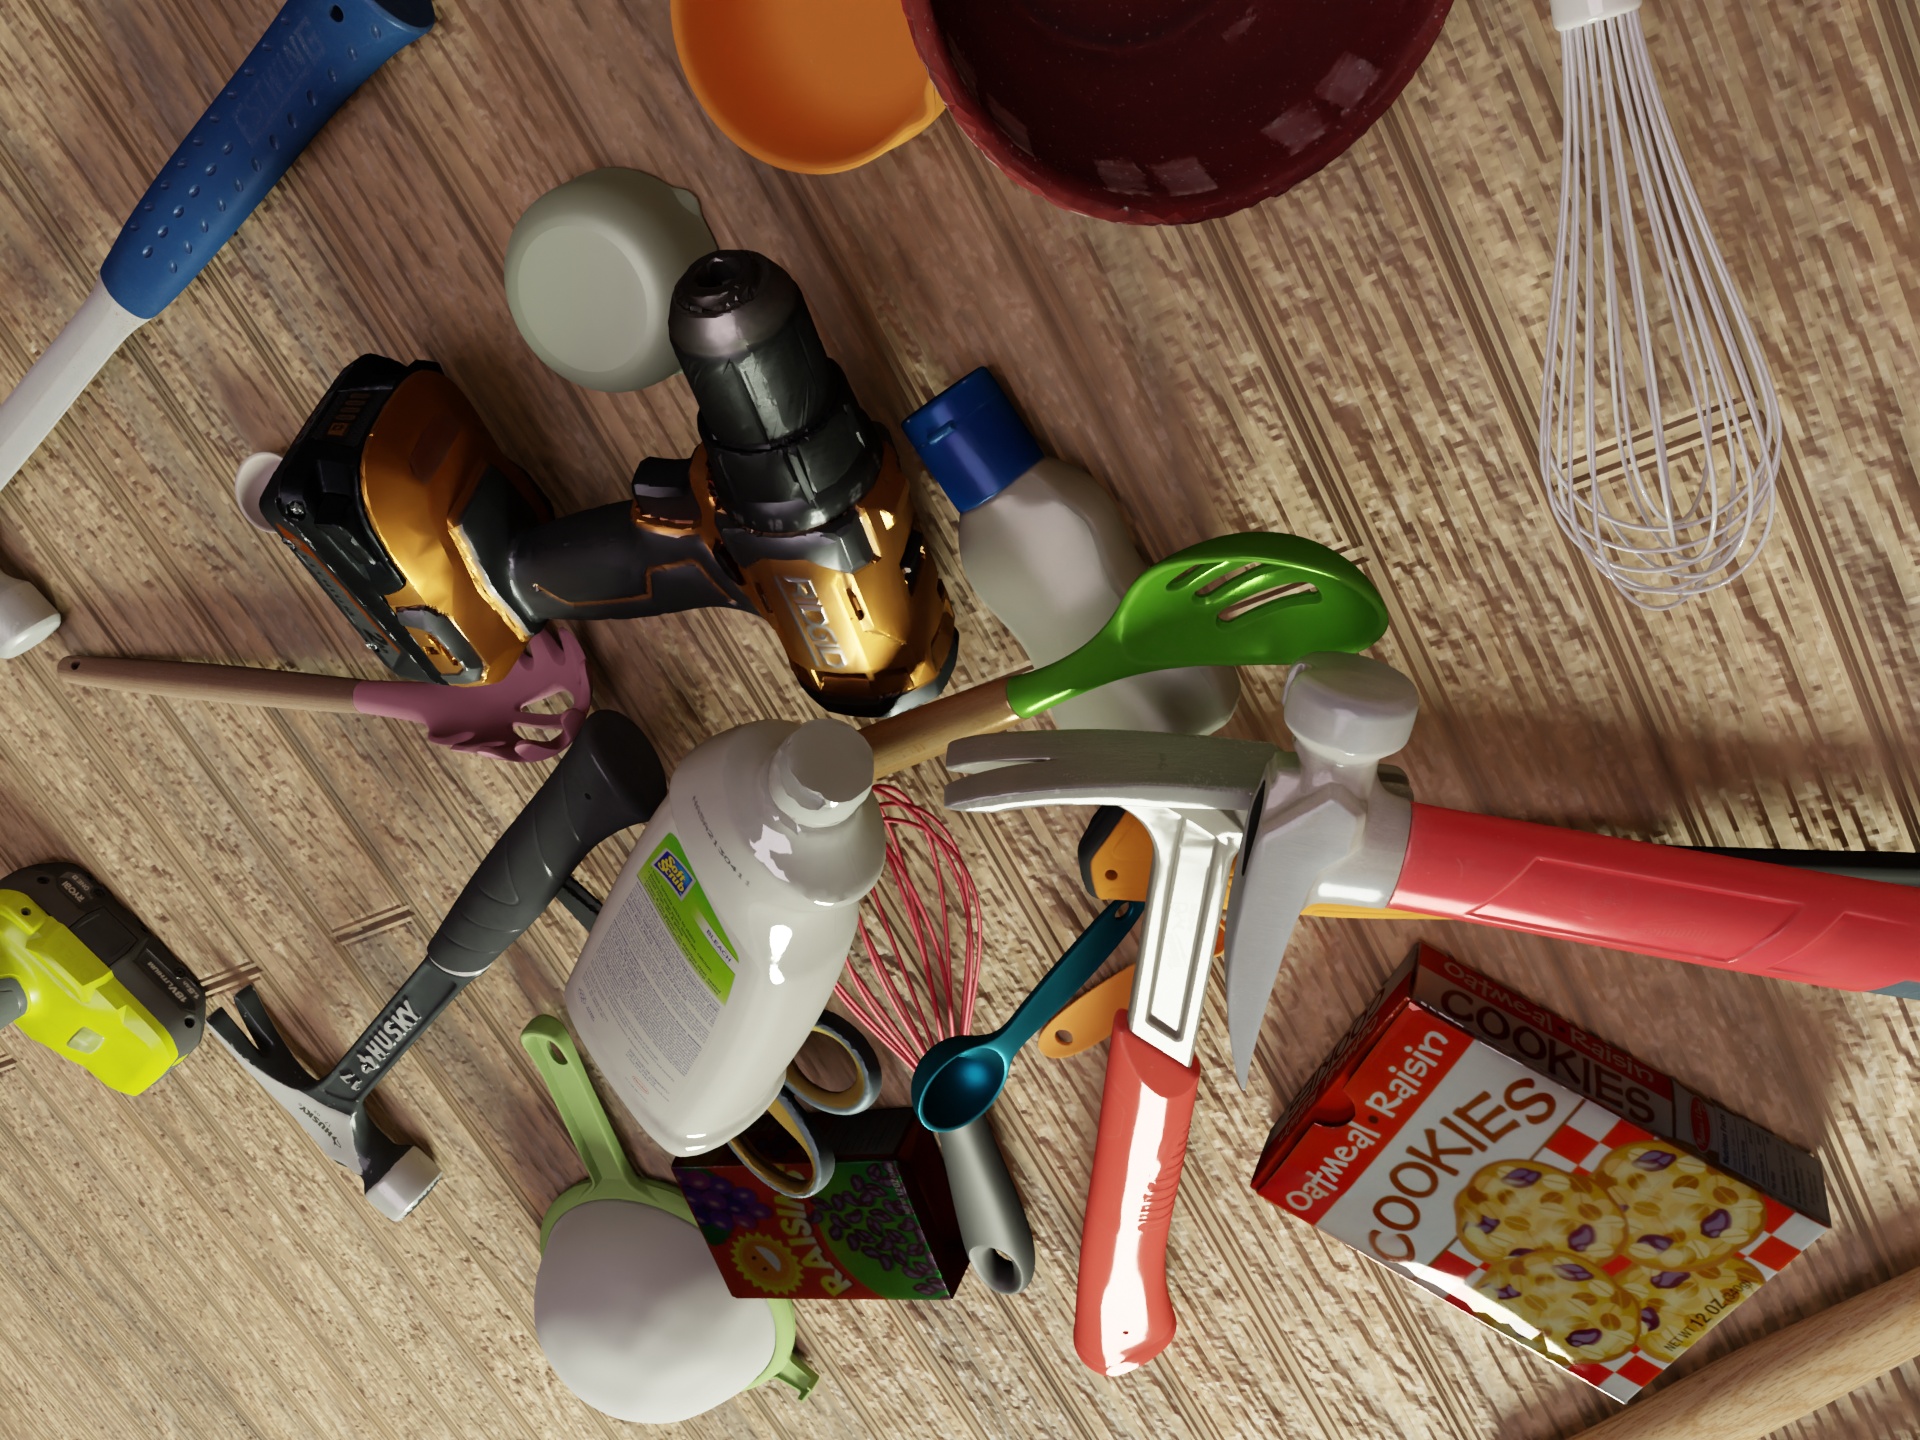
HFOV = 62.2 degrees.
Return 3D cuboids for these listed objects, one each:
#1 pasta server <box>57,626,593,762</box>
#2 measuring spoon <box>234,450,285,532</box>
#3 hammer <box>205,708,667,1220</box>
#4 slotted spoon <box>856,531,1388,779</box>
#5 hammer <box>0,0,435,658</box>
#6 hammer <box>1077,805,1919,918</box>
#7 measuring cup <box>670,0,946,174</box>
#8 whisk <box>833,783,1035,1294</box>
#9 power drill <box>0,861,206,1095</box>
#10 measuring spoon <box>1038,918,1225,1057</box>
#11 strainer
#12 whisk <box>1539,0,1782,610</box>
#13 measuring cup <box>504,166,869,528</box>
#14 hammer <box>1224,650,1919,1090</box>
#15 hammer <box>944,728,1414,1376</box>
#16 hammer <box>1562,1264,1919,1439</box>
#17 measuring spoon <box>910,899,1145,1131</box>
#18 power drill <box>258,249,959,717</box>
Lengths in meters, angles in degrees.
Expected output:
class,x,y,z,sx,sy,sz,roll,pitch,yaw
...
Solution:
class,x,y,z,sx,sy,sz,roll,pitch,yaw
pasta server,-0.292,-0.016,0.711,0.316,0.060,0.040,5,156,22
measuring spoon,-0.250,-0.073,0.672,0.124,0.018,0.034,33,111,3
hammer,-0.242,0.112,0.736,0.149,0.036,0.409,44,131,-3
slotted spoon,-0.001,-0.002,0.544,0.314,0.031,0.070,-21,143,37
hammer,-0.349,-0.173,0.647,0.405,0.035,0.144,-30,103,32
hammer,0.206,0.061,0.556,0.337,0.034,0.127,1,117,21
measuring cup,-0.017,-0.246,0.466,0.095,0.052,0.173,37,122,-1
whisk,-0.009,0.144,0.677,0.073,0.073,0.295,-1,123,22
power drill,-0.500,0.187,0.793,0.080,0.223,0.171,-37,100,33
measuring spoon,0.070,0.109,0.653,0.021,0.011,0.117,43,128,-4
strainer,-0.179,0.269,0.803,0.151,0.069,0.256,-5,117,24
whisk,0.176,-0.165,0.432,0.070,0.070,0.284,-8,110,25
measuring cup,-0.095,-0.122,0.571,0.167,0.038,0.083,47,124,-6
hammer,0.275,0.079,0.476,0.386,0.038,0.143,10,117,3
hammer,0.063,0.149,0.617,0.149,0.037,0.358,3,130,1
hammer,0.328,0.242,0.608,0.130,0.031,0.331,38,125,-2
measuring spoon,0.026,0.107,0.628,0.021,0.128,0.042,38,172,44
power drill,-0.125,-0.079,0.552,0.226,0.084,0.185,4,145,18
